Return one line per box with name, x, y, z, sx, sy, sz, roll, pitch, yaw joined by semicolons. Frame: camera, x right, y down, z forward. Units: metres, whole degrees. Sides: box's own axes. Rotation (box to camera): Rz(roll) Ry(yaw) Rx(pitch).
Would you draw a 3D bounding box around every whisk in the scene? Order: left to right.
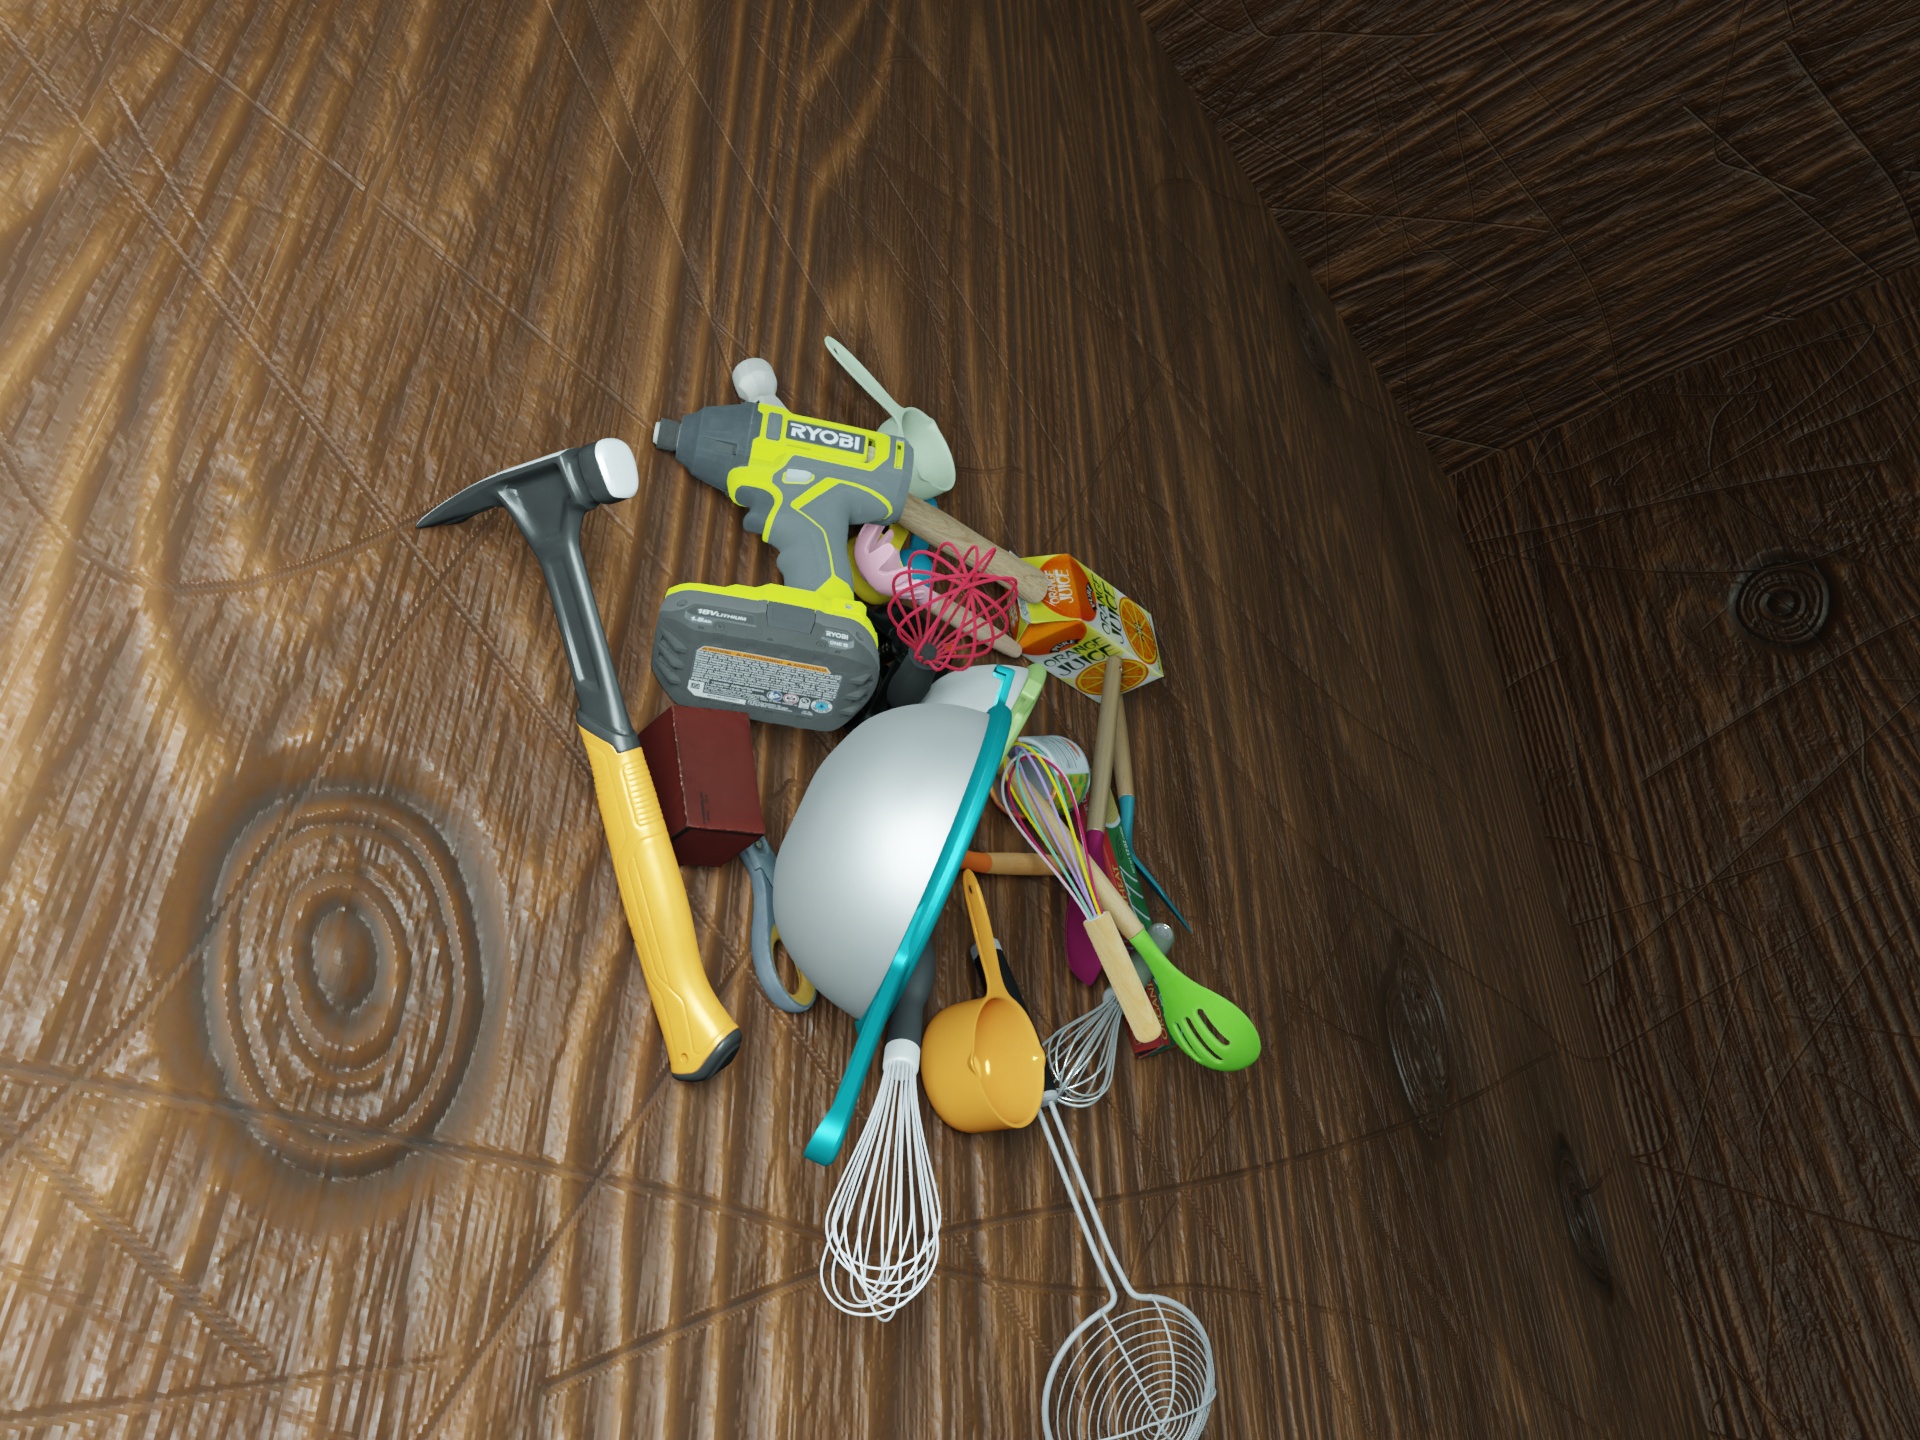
whisk;-0.040;0.233;0.970;0.070;0.070;0.285;49;27;-29
whisk;-0.019;-0.047;0.987;0.295;0.073;0.073;126;-54;-75
whisk;0.091;0.127;1.192;0.245;0.047;0.051;65;26;-1
whisk;0.119;0.223;1.232;0.058;0.059;0.246;30;32;12

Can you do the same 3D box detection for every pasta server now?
pasta server;-0.007;-0.092;1.242;0.060;0.040;0.316;62;15;20

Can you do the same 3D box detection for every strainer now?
strainer;-0.065;0.103;0.875;0.095;0.211;0.341;24;32;-2
strainer;-0.002;-0.004;1.188;0.069;0.151;0.256;31;14;-5

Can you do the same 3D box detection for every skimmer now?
skimmer;0.068;0.327;1.088;0.127;0.090;0.364;-8;59;-24

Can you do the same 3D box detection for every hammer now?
hammer;-0.187;0.030;0.842;0.034;0.127;0.337;-24;100;-64
hammer;-0.039;-0.161;1.238;0.331;0.031;0.130;26;33;-45

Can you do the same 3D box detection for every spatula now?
spatula;0.034;0.114;1.193;0.041;0.081;0.322;43;14;24
spatula;0.162;0.049;1.471;0.082;0.044;0.318;50;28;-48

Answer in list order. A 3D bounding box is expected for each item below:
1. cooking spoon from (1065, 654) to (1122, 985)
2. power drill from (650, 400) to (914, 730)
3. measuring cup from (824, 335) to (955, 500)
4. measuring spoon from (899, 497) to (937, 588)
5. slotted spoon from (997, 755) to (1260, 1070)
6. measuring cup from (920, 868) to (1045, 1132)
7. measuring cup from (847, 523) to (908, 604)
cooking spoon;0.116;0.074;1.339;0.068;0.017;0.319;46;42;-41
power drill;-0.122;-0.111;1.016;0.171;0.080;0.223;10;50;-10
measuring cup;-0.068;-0.247;1.309;0.167;0.038;0.083;45;34;-31
measuring spoon;-0.027;-0.151;1.318;0.042;0.021;0.129;49;33;-29
slotted spoon;0.117;0.144;1.219;0.314;0.070;0.031;52;42;6
measuring cup;0.004;0.189;1.066;0.095;0.052;0.174;13;61;-57
measuring cup;-0.062;-0.140;1.252;0.062;0.029;0.157;55;23;-22
